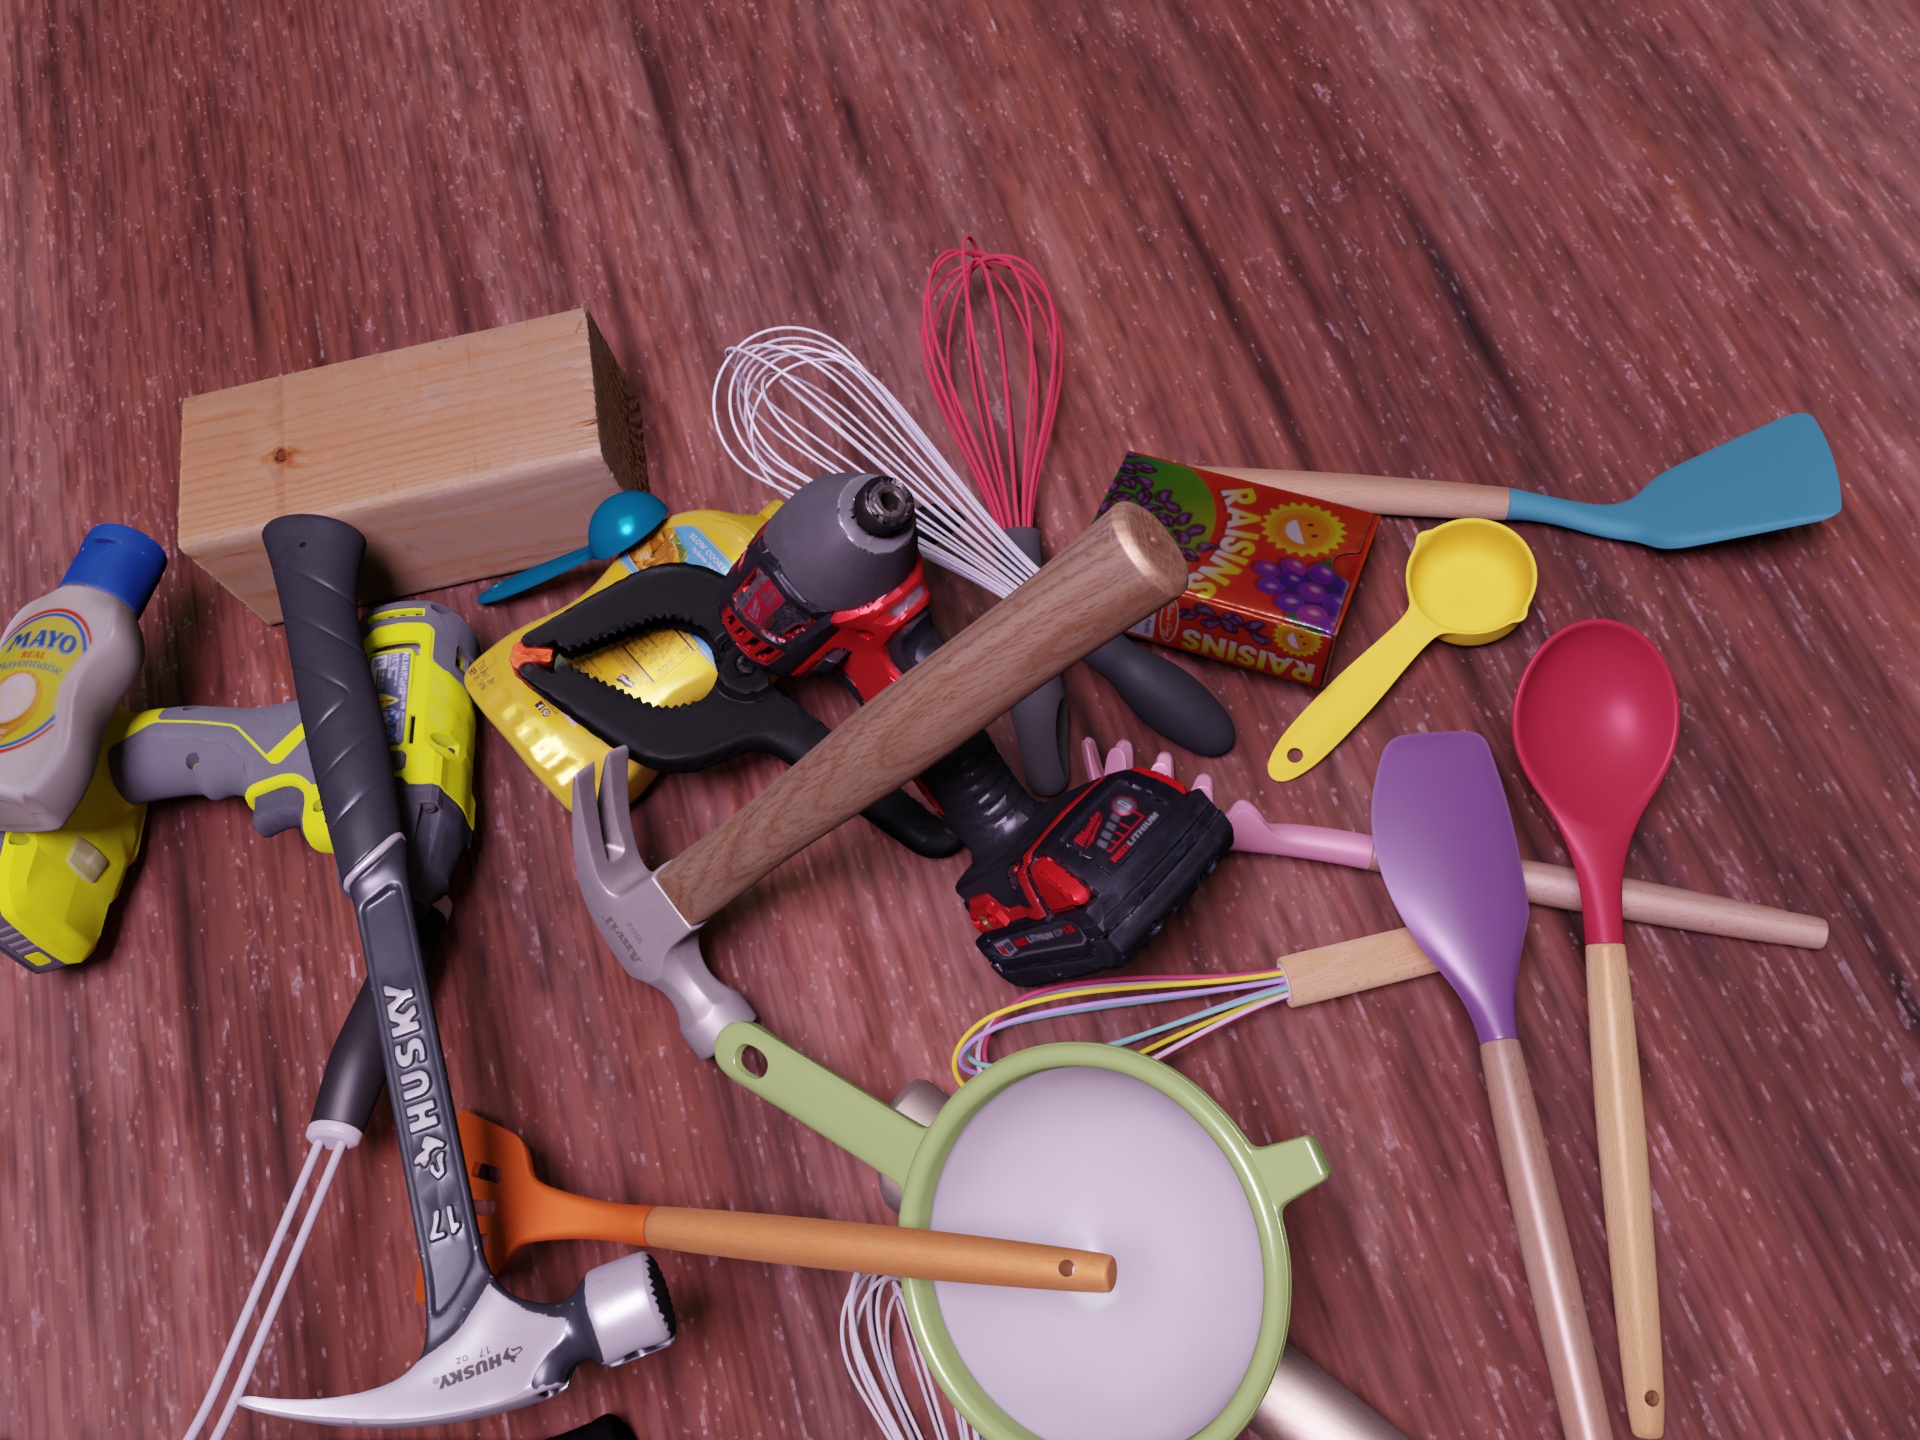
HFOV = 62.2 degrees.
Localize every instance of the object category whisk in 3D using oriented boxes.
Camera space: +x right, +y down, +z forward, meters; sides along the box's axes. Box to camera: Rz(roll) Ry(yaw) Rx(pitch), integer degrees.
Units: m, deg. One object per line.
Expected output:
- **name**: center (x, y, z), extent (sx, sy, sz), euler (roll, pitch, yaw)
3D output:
- **whisk**: center (0.116, 0.118, 0.671), extent (0.245, 0.051, 0.047), euler (-13, 90, -3)
- **whisk**: center (0.012, -0.071, 0.696), extent (0.284, 0.070, 0.070), euler (37, 74, -13)
- **whisk**: center (0.010, 0.318, 0.594), extent (0.058, 0.059, 0.246), euler (-35, 65, 33)
- **whisk**: center (0.025, -0.106, 0.767), extent (0.073, 0.073, 0.296), euler (-8, 71, 4)

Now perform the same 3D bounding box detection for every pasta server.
- **pasta server**: center (0.205, 0.054, 0.683), extent (0.316, 0.060, 0.040), euler (10, 95, 9)

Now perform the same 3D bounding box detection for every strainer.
- **strainer**: center (0.015, 0.176, 0.609), extent (0.256, 0.069, 0.151), euler (22, 94, 32)

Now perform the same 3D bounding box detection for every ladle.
- **ladle**: center (0.260, 0.115, 0.631), extent (0.069, 0.031, 0.315), euler (0, 77, 1)

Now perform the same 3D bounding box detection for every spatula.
- **spatula**: center (-0.092, 0.197, 0.611), extent (0.322, 0.041, 0.081), euler (-3, 67, 24)
- **spatula**: center (0.210, 0.149, 0.610), extent (0.060, 0.018, 0.316), euler (-5, 66, -3)
- **spatula**: center (0.232, -0.114, 0.749), extent (0.317, 0.044, 0.082), euler (5, 44, 12)

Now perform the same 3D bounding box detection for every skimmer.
- **skimmer**: center (-0.268, 0.237, 0.643), extent (0.127, 0.090, 0.364), euler (4, 48, 5)

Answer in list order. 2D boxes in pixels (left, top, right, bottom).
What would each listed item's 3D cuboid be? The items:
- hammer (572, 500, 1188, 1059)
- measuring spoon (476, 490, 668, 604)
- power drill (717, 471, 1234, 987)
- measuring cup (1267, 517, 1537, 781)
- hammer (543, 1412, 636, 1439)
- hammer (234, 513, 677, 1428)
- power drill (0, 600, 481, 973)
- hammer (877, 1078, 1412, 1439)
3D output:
- **hammer**: center (-0.045, 0.018, 0.600), extent (0.130, 0.331, 0.031), euler (53, 38, -1)
- **measuring spoon**: center (-0.197, -0.085, 0.777), extent (0.128, 0.021, 0.042), euler (-18, 29, 30)
- **power drill**: center (-0.001, -0.002, 0.640), extent (0.078, 0.143, 0.219), euler (-43, 95, -27)
- **measuring cup**: center (0.199, -0.027, 0.731), extent (0.156, 0.029, 0.062), euler (-45, 67, 1)
- **hammer**: center (-0.287, 0.314, 0.639), extent (0.335, 0.035, 0.146), euler (-3, 66, 6)
- **hammer**: center (-0.240, 0.078, 0.650), extent (0.149, 0.036, 0.409), euler (-19, 63, -7)
- **power drill**: center (-0.338, 0.039, 0.735), extent (0.223, 0.080, 0.171), euler (-9, 56, 2)
- **hammer**: center (0.141, 0.260, 0.601), extent (0.411, 0.038, 0.146), euler (33, 76, 20)
